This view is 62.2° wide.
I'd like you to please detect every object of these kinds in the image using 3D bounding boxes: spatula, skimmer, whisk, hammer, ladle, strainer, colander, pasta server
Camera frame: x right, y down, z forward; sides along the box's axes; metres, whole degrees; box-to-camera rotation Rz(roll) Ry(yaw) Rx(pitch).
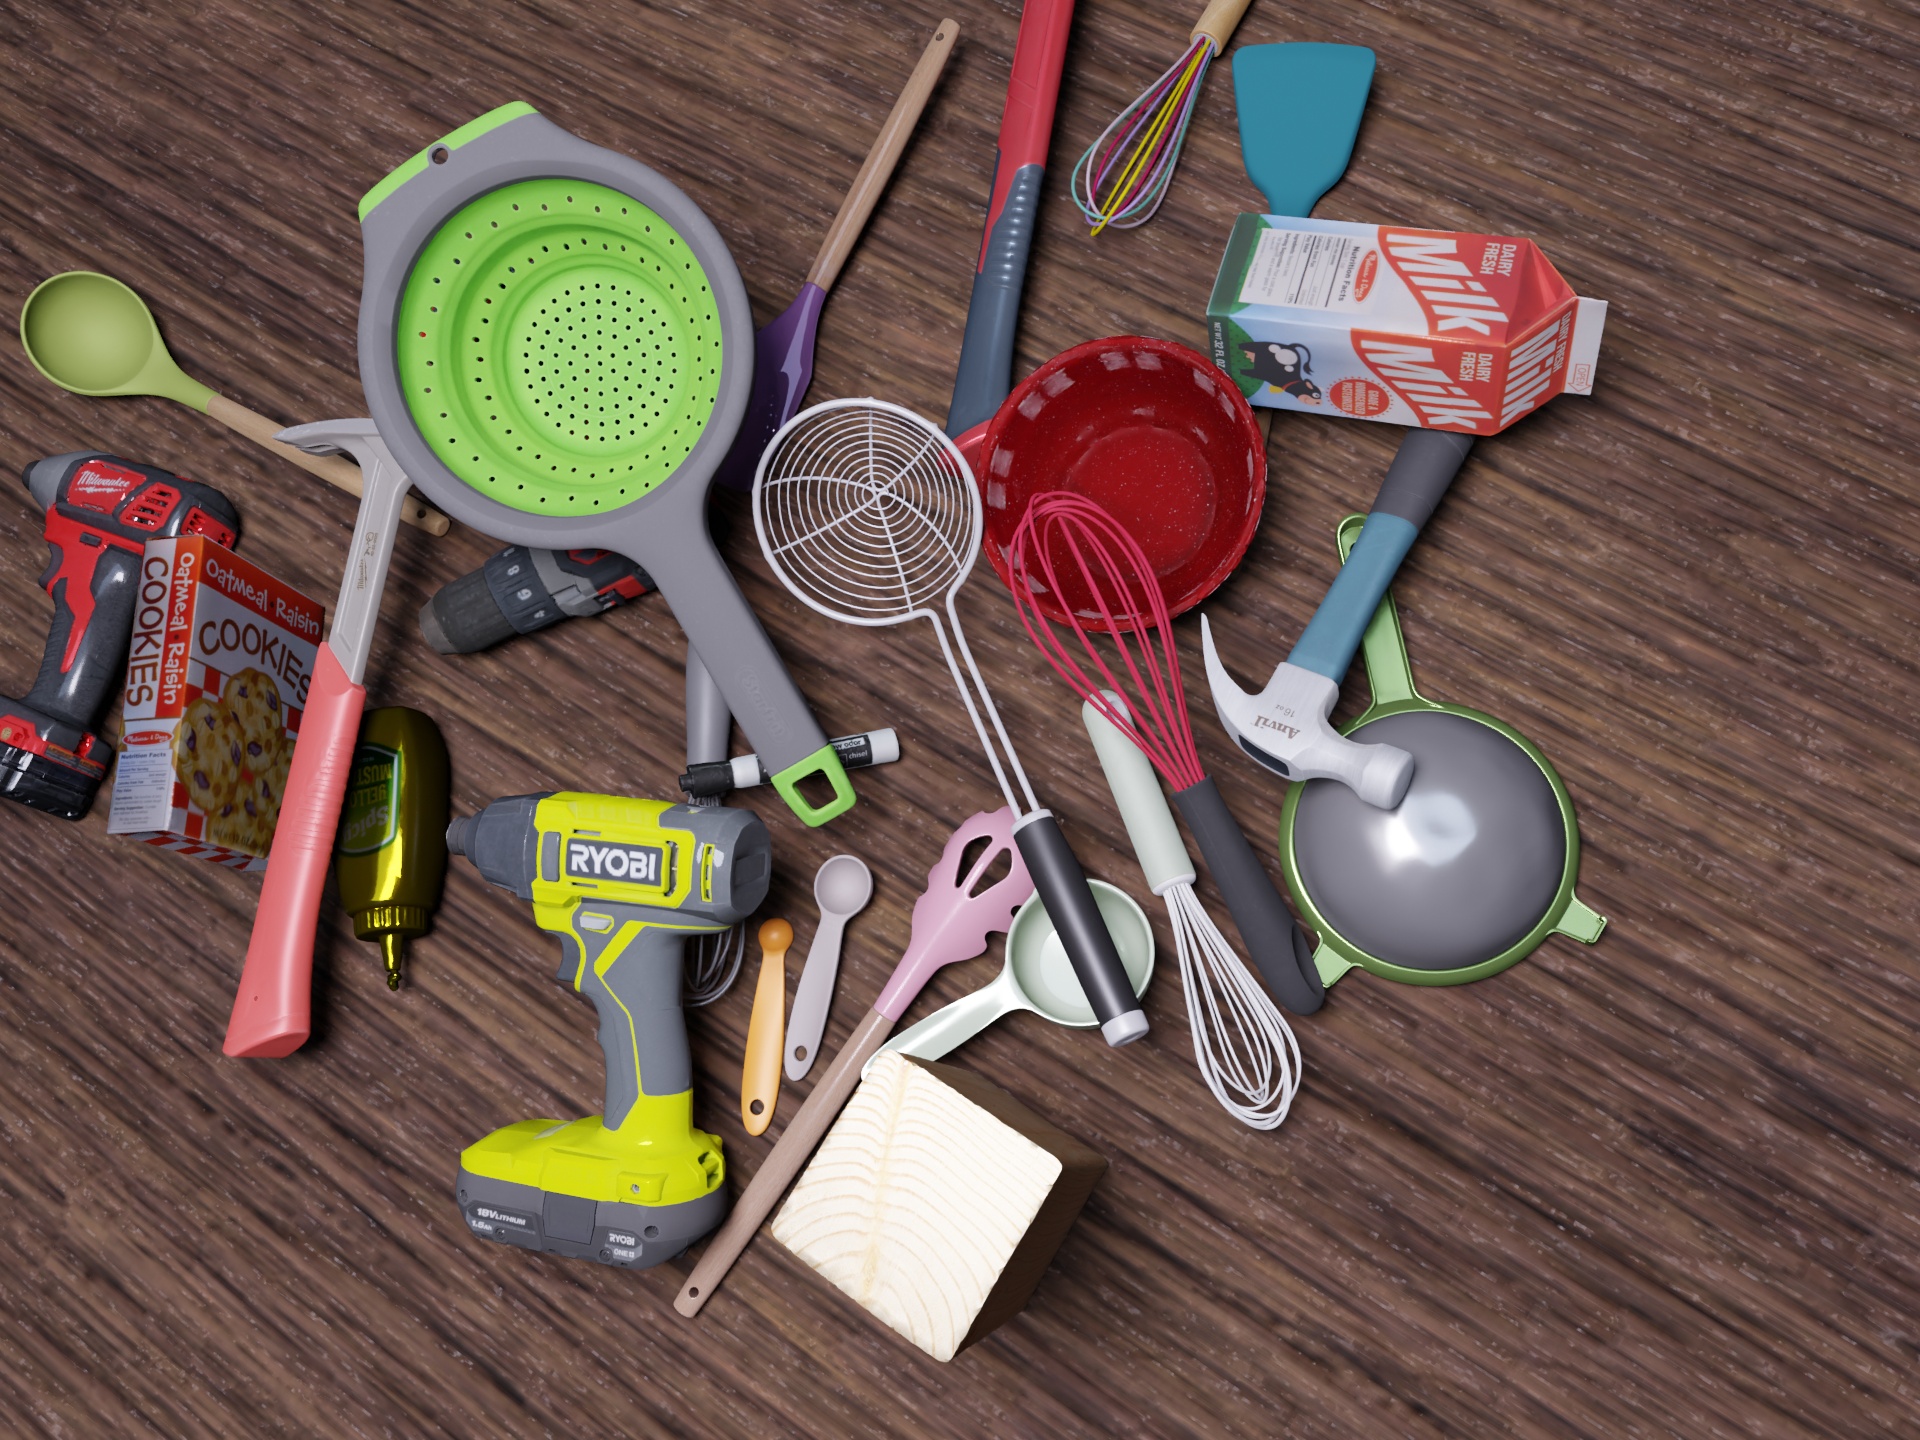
[{"bbox_3d":[0.174,-0.233,0.904,0.082,0.044,0.318,8,77,16],"label":"spatula"},{"bbox_3d":[-0.001,-0.003,0.818,0.127,0.090,0.364,-33,65,21],"label":"skimmer"},{"bbox_3d":[0.135,-0.390,0.958,0.051,0.047,0.245,25,76,17],"label":"whisk"},{"bbox_3d":[-0.145,0.040,0.888,0.055,0.055,0.239,-3,70,9],"label":"whisk"},{"bbox_3d":[0.234,-0.112,0.835,0.128,0.033,0.331,22,69,27],"label":"hammer"},{"bbox_3d":[-0.456,-0.193,1.002,0.320,0.062,0.078,28,80,14],"label":"ladle"},{"bbox_3d":[-0.078,-0.285,0.964,0.060,0.018,0.316,27,88,18],"label":"spatula"},{"bbox_3d":[0.230,0.005,0.813,0.151,0.069,0.256,-11,75,7],"label":"strainer"},{"bbox_3d":[-0.164,-0.124,0.857,0.204,0.094,0.397,-29,95,6],"label":"colander"},{"bbox_3d":[-0.054,0.179,0.842,0.060,0.040,0.316,33,87,17],"label":"pasta server"},{"bbox_3d":[0.114,0.093,0.827,0.057,0.059,0.246,-7,65,-30],"label":"whisk"},{"bbox_3d":[0.025,-0.332,0.948,0.143,0.038,0.386,4,81,46],"label":"hammer"},{"bbox_3d":[-0.360,0.005,0.888,0.149,0.036,0.359,6,81,26],"label":"hammer"},{"bbox_3d":[0.106,0.016,0.801,0.073,0.073,0.296,-28,87,2],"label":"whisk"}]

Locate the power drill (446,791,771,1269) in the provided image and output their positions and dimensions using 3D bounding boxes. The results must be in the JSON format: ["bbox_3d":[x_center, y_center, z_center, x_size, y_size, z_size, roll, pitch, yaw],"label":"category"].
[{"bbox_3d":[-0.188,0.149,0.810,0.171,0.080,0.223,4,93,18],"label":"power drill"}]

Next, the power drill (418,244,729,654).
[{"bbox_3d":[-0.259,-0.160,0.948,0.188,0.080,0.227,-26,75,2],"label":"power drill"}]

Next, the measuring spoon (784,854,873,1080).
[{"bbox_3d":[-0.073,0.134,0.865,0.034,0.018,0.124,12,84,25],"label":"measuring spoon"}]

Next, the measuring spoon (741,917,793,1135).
[{"bbox_3d":[-0.106,0.165,0.861,0.021,0.011,0.117,2,75,11],"label":"measuring spoon"}]

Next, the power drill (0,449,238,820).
[{"bbox_3d":[-0.554,-0.063,0.975,0.143,0.078,0.220,19,76,15],"label":"power drill"}]

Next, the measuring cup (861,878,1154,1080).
[{"bbox_3d":[0.025,0.146,0.827,0.167,0.038,0.083,-31,69,1],"label":"measuring cup"}]
